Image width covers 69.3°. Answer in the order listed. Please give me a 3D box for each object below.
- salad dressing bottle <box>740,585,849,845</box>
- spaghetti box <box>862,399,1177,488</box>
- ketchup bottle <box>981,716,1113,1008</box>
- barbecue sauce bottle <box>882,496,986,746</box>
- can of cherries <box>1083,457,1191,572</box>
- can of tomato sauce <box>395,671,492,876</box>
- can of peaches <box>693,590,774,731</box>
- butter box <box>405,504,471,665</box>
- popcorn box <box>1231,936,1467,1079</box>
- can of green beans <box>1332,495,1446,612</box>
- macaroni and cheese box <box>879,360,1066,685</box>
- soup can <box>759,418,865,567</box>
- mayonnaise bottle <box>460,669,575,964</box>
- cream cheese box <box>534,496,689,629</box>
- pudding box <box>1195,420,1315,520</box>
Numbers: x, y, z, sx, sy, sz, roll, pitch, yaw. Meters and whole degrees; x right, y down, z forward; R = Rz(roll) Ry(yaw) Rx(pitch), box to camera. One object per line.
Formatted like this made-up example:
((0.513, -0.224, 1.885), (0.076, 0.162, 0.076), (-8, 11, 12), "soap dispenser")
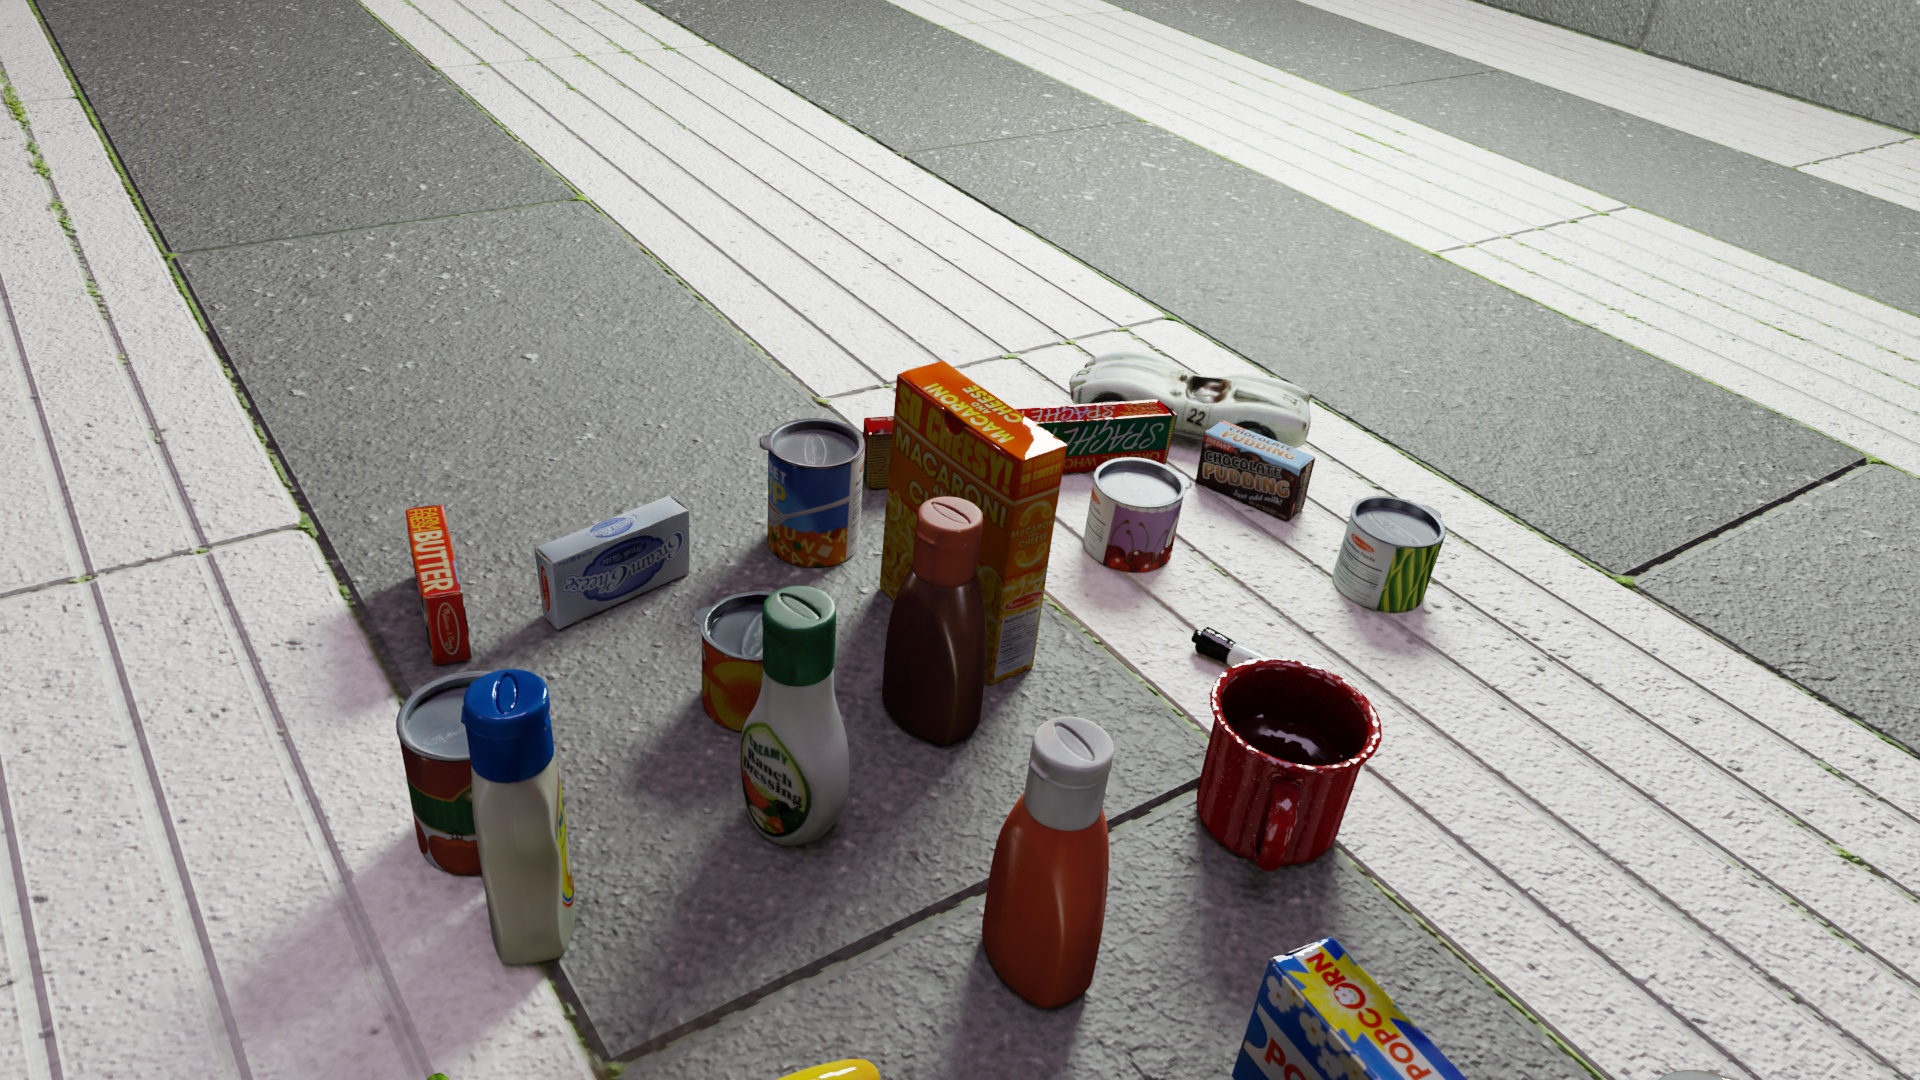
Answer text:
((-0.086, 0.092, 0.723), (0.064, 0.146, 0.044), (29, 40, 31), "salad dressing bottle")
((0.046, -0.076, 1.081), (0.250, 0.050, 0.029), (-5, 35, -16), "spaghetti box")
((0.043, 0.150, 0.656), (0.044, 0.148, 0.065), (-16, 40, -30), "ketchup bottle")
((-0.012, 0.046, 0.803), (0.065, 0.147, 0.044), (31, 41, 32), "barbecue sauce bottle")
((0.127, -0.018, 1.001), (0.071, 0.058, 0.072), (4, 34, -3), "can of cherries")
((-0.247, 0.121, 0.712), (0.071, 0.082, 0.071), (4, 34, -3), "can of tomato sauce")
((-0.123, 0.072, 0.827), (0.071, 0.057, 0.071), (4, 34, -3), "can of peaches")
((-0.327, 0.026, 0.867), (0.024, 0.052, 0.104), (-9, 37, -22), "butter box")
((0.176, 0.246, 0.592), (0.038, 0.084, 0.127), (-14, 38, -27), "popcorn box")
((0.304, 0.010, 0.989), (0.071, 0.057, 0.071), (4, 34, -3), "can of green beans")
((0.003, -0.011, 0.874), (0.040, 0.165, 0.124), (-20, 41, -33), "macaroni and cheese box")
((-0.104, -0.033, 0.963), (0.071, 0.083, 0.072), (4, 34, -3), "soup can")
((-0.206, 0.128, 0.650), (0.041, 0.147, 0.065), (-3, 35, -14), "mayonnaise bottle")
((-0.224, 0.013, 0.902), (0.024, 0.053, 0.104), (32, 41, 33), "cream cheese box")
((0.229, -0.055, 1.081), (0.084, 0.049, 0.030), (26, 39, 27), "pudding box")
